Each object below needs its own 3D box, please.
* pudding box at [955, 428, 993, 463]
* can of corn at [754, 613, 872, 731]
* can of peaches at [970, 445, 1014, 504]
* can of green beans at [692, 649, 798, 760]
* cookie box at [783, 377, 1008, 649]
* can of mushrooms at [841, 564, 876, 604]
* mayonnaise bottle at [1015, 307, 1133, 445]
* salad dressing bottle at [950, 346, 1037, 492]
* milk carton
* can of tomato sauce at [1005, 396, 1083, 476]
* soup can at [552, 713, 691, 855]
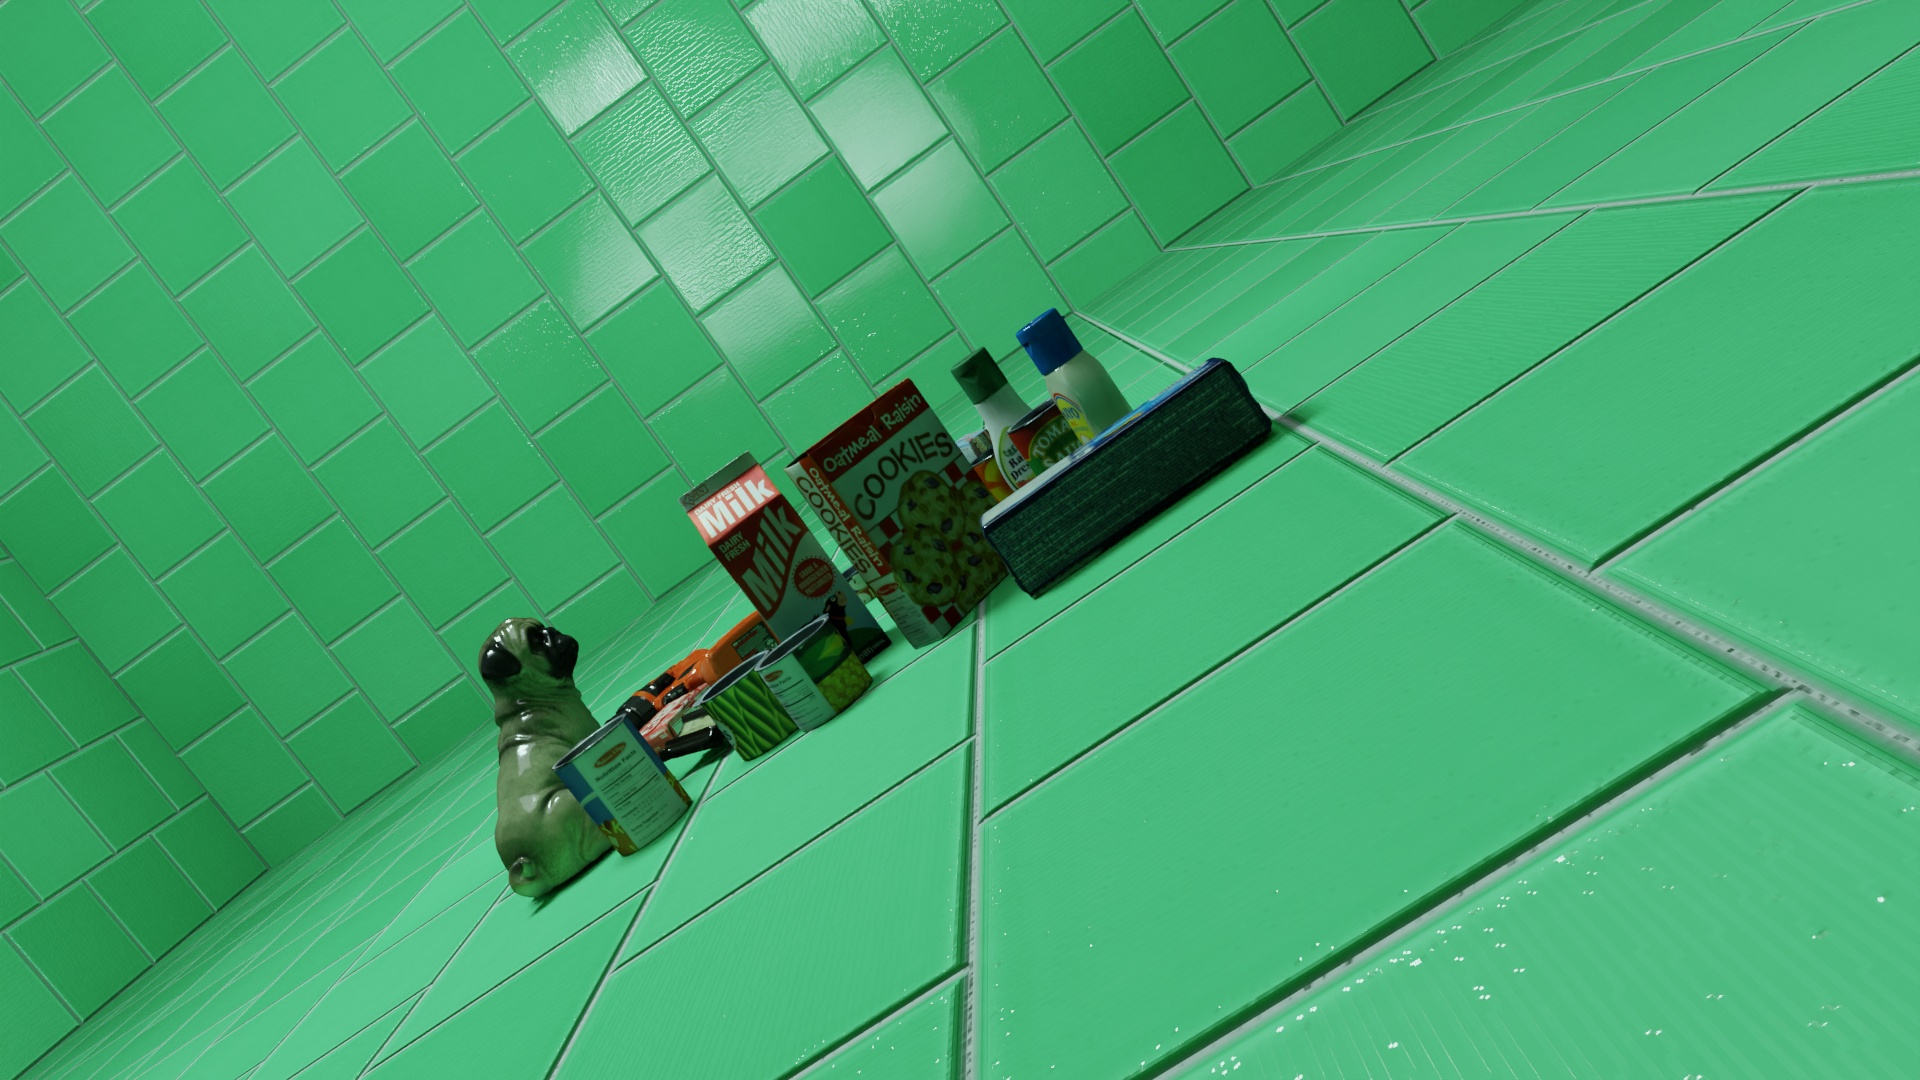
[{"bbox_3d":[0.021,-0.104,1.675,0.030,0.049,0.083,-37,9,-14],"label":"pudding box"},{"bbox_3d":[-0.106,0.097,1.024,0.071,0.058,0.071,-34,8,6],"label":"can of corn"},{"bbox_3d":[0.049,-0.064,1.313,0.071,0.058,0.071,-34,8,6],"label":"can of peaches"},{"bbox_3d":[-0.156,0.126,1.060,0.071,0.057,0.071,-34,8,6],"label":"can of green beans"},{"bbox_3d":[-0.036,-0.023,1.041,0.040,0.167,0.123,-26,12,49],"label":"cookie box"},{"bbox_3d":[-0.095,0.039,1.387,0.071,0.033,0.071,-34,8,6],"label":"can of mushrooms"},{"bbox_3d":[0.096,-0.102,1.031,0.041,0.148,0.064,-37,8,-12],"label":"mayonnaise bottle"},{"bbox_3d":[0.047,-0.097,1.198,0.064,0.147,0.044,-32,9,22],"label":"salad dressing bottle"},{"bbox_3d":[-0.142,0.024,1.119,0.072,0.190,0.073,-36,8,-6],"label":"milk carton"},{"bbox_3d":[0.087,-0.073,1.126,0.071,0.083,0.071,-34,8,6],"label":"can of tomato sauce"},{"bbox_3d":[-0.252,0.182,1.035,0.071,0.083,0.071,-34,8,6],"label":"soup can"}]
